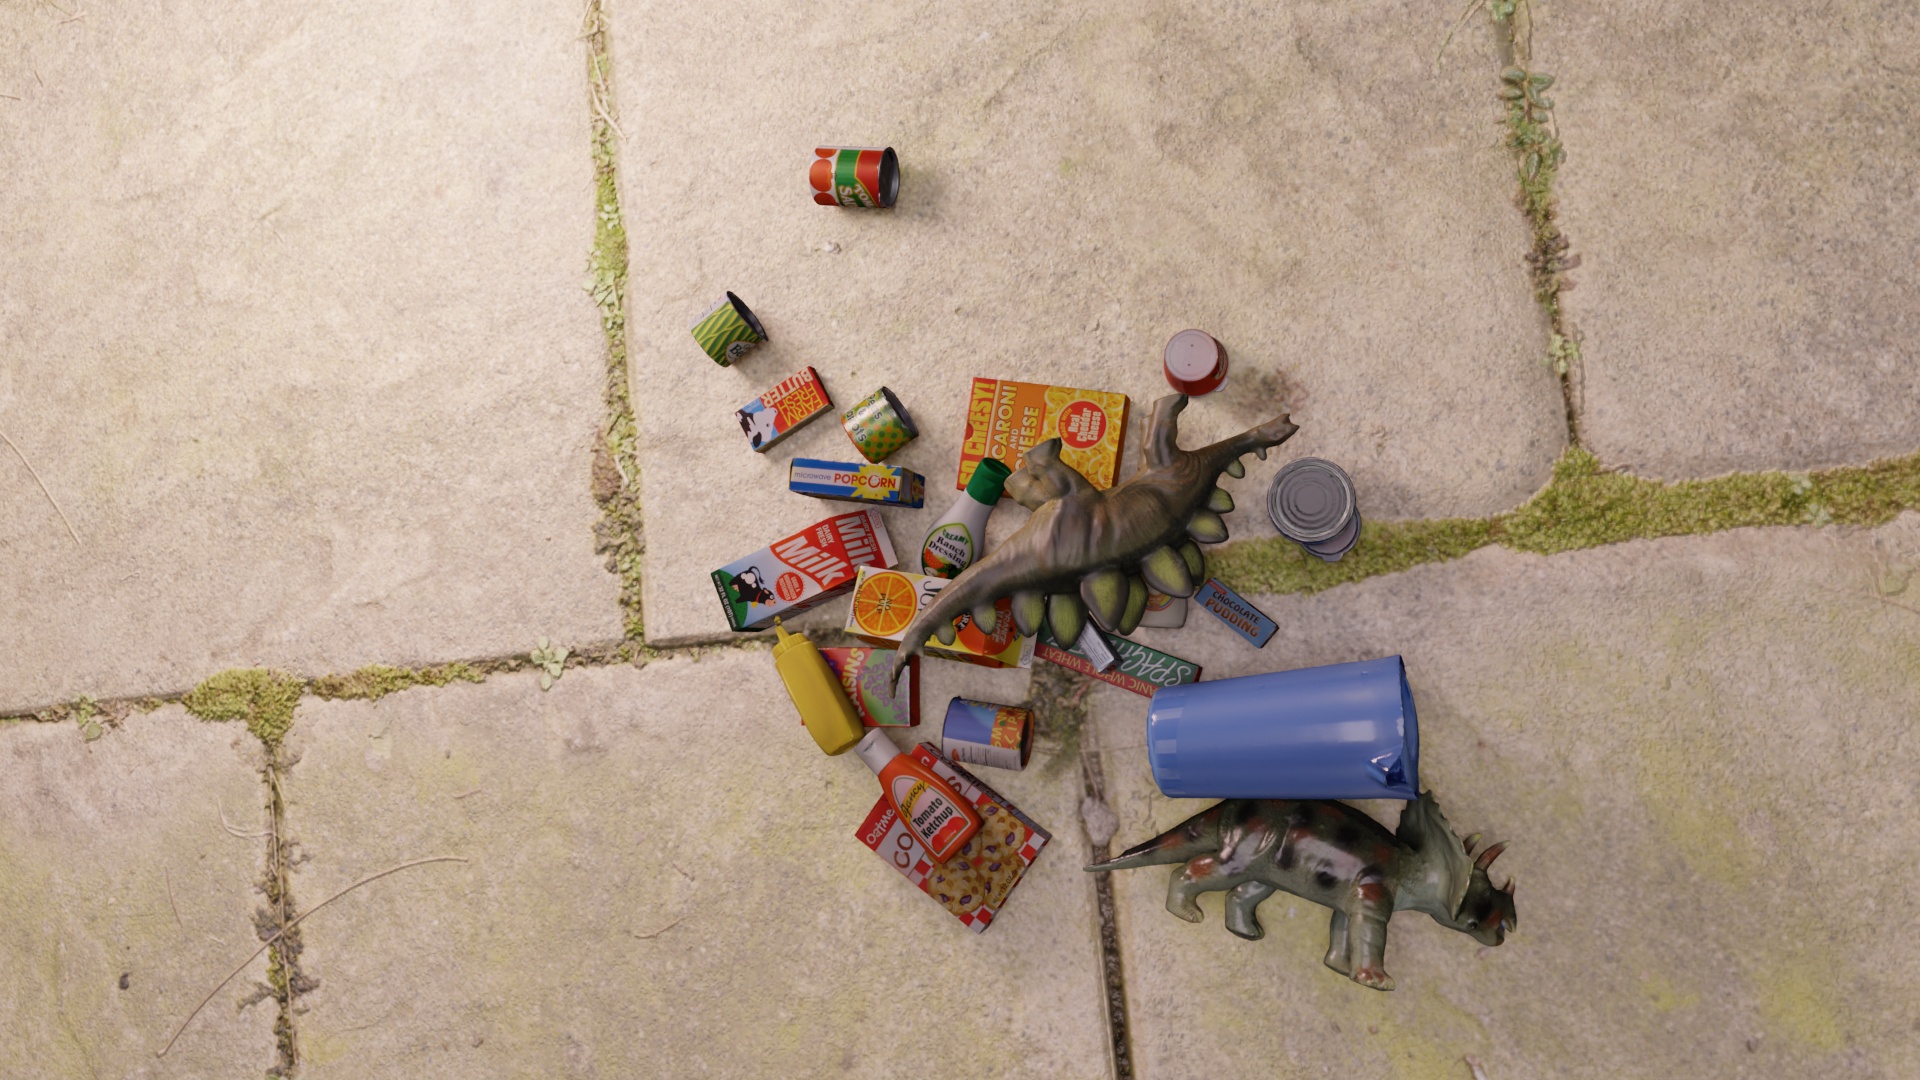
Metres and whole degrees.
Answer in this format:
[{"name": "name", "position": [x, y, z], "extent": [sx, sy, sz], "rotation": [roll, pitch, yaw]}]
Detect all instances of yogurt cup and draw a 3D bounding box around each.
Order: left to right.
[{"name": "yogurt cup", "position": [0.239, -0.185, 1.424], "extent": [0.072, 0.054, 0.072], "rotation": [-1, 85, 15]}]

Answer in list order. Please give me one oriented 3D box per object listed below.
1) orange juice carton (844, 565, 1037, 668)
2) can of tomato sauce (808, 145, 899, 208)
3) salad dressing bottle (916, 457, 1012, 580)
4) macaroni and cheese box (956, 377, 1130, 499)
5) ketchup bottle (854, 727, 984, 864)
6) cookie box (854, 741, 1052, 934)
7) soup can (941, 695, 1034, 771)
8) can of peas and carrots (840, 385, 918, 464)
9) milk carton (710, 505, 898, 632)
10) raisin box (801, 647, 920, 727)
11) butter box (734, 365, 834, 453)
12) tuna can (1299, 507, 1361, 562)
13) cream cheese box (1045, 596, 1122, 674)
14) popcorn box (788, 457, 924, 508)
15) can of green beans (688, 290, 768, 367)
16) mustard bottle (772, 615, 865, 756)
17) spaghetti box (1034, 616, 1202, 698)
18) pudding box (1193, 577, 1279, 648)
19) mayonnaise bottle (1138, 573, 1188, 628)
[{"name": "orange juice carton", "position": [-0.013, 0.082, 1.423], "extent": [0.193, 0.073, 0.072], "rotation": [9, 76, 18]}, {"name": "can of tomato sauce", "position": [-0.117, -0.399, 1.529], "extent": [0.083, 0.071, 0.071], "rotation": [6, 87, 16]}, {"name": "salad dressing bottle", "position": [0.005, -0.018, 1.451], "extent": [0.064, 0.044, 0.147], "rotation": [31, 115, 4]}, {"name": "macaroni and cheese box", "position": [0.086, -0.102, 1.464], "extent": [0.166, 0.040, 0.123], "rotation": [8, 87, 15]}, {"name": "ketchup bottle", "position": [-0.047, 0.257, 1.424], "extent": [0.064, 0.043, 0.149], "rotation": [-46, 76, 6]}, {"name": "cookie box", "position": [-0.009, 0.309, 1.454], "extent": [0.167, 0.040, 0.123], "rotation": [35, 94, 15]}, {"name": "soup can", "position": [0.030, 0.199, 1.441], "extent": [0.084, 0.071, 0.071], "rotation": [7, 87, 15]}, {"name": "can of peas and carrots", "position": [-0.088, -0.124, 1.496], "extent": [0.058, 0.071, 0.071], "rotation": [-34, 78, 11]}, {"name": "milk carton", "position": [-0.163, 0.031, 1.501], "extent": [0.190, 0.073, 0.072], "rotation": [-24, 80, 11]}, {"name": "raisin box", "position": [-0.107, 0.157, 1.493], "extent": [0.123, 0.040, 0.086], "rotation": [-1, 86, 15]}, {"name": "butter box", "position": [-0.196, -0.146, 1.550], "extent": [0.103, 0.024, 0.053], "rotation": [-31, 79, 10]}, {"name": "tuna can", "position": [0.367, -0.012, 1.387], "extent": [0.071, 0.033, 0.071], "rotation": [-1, 85, 15]}, {"name": "cream cheese box", "position": [0.122, 0.086, 1.401], "extent": [0.024, 0.053, 0.104], "rotation": [-37, 74, 7]}, {"name": "popcorn box", "position": [-0.110, -0.061, 1.489], "extent": [0.127, 0.085, 0.038], "rotation": [6, 87, 15]}, {"name": "can of green beans", "position": [-0.261, -0.236, 1.553], "extent": [0.058, 0.071, 0.071], "rotation": [-37, 78, 10]}, {"name": "mustard bottle", "position": [-0.157, 0.149, 1.455], "extent": [0.049, 0.065, 0.160], "rotation": [-34, 73, 6]}, {"name": "spaghetti box", "position": [0.125, 0.111, 1.442], "extent": [0.250, 0.028, 0.050], "rotation": [19, 89, 15]}, {"name": "pudding box", "position": [0.278, 0.072, 1.394], "extent": [0.084, 0.049, 0.030], "rotation": [38, 97, 14]}, {"name": "mayonnaise bottle", "position": [0.202, 0.015, 1.423], "extent": [0.065, 0.041, 0.148], "rotation": [1, 85, 14]}]
